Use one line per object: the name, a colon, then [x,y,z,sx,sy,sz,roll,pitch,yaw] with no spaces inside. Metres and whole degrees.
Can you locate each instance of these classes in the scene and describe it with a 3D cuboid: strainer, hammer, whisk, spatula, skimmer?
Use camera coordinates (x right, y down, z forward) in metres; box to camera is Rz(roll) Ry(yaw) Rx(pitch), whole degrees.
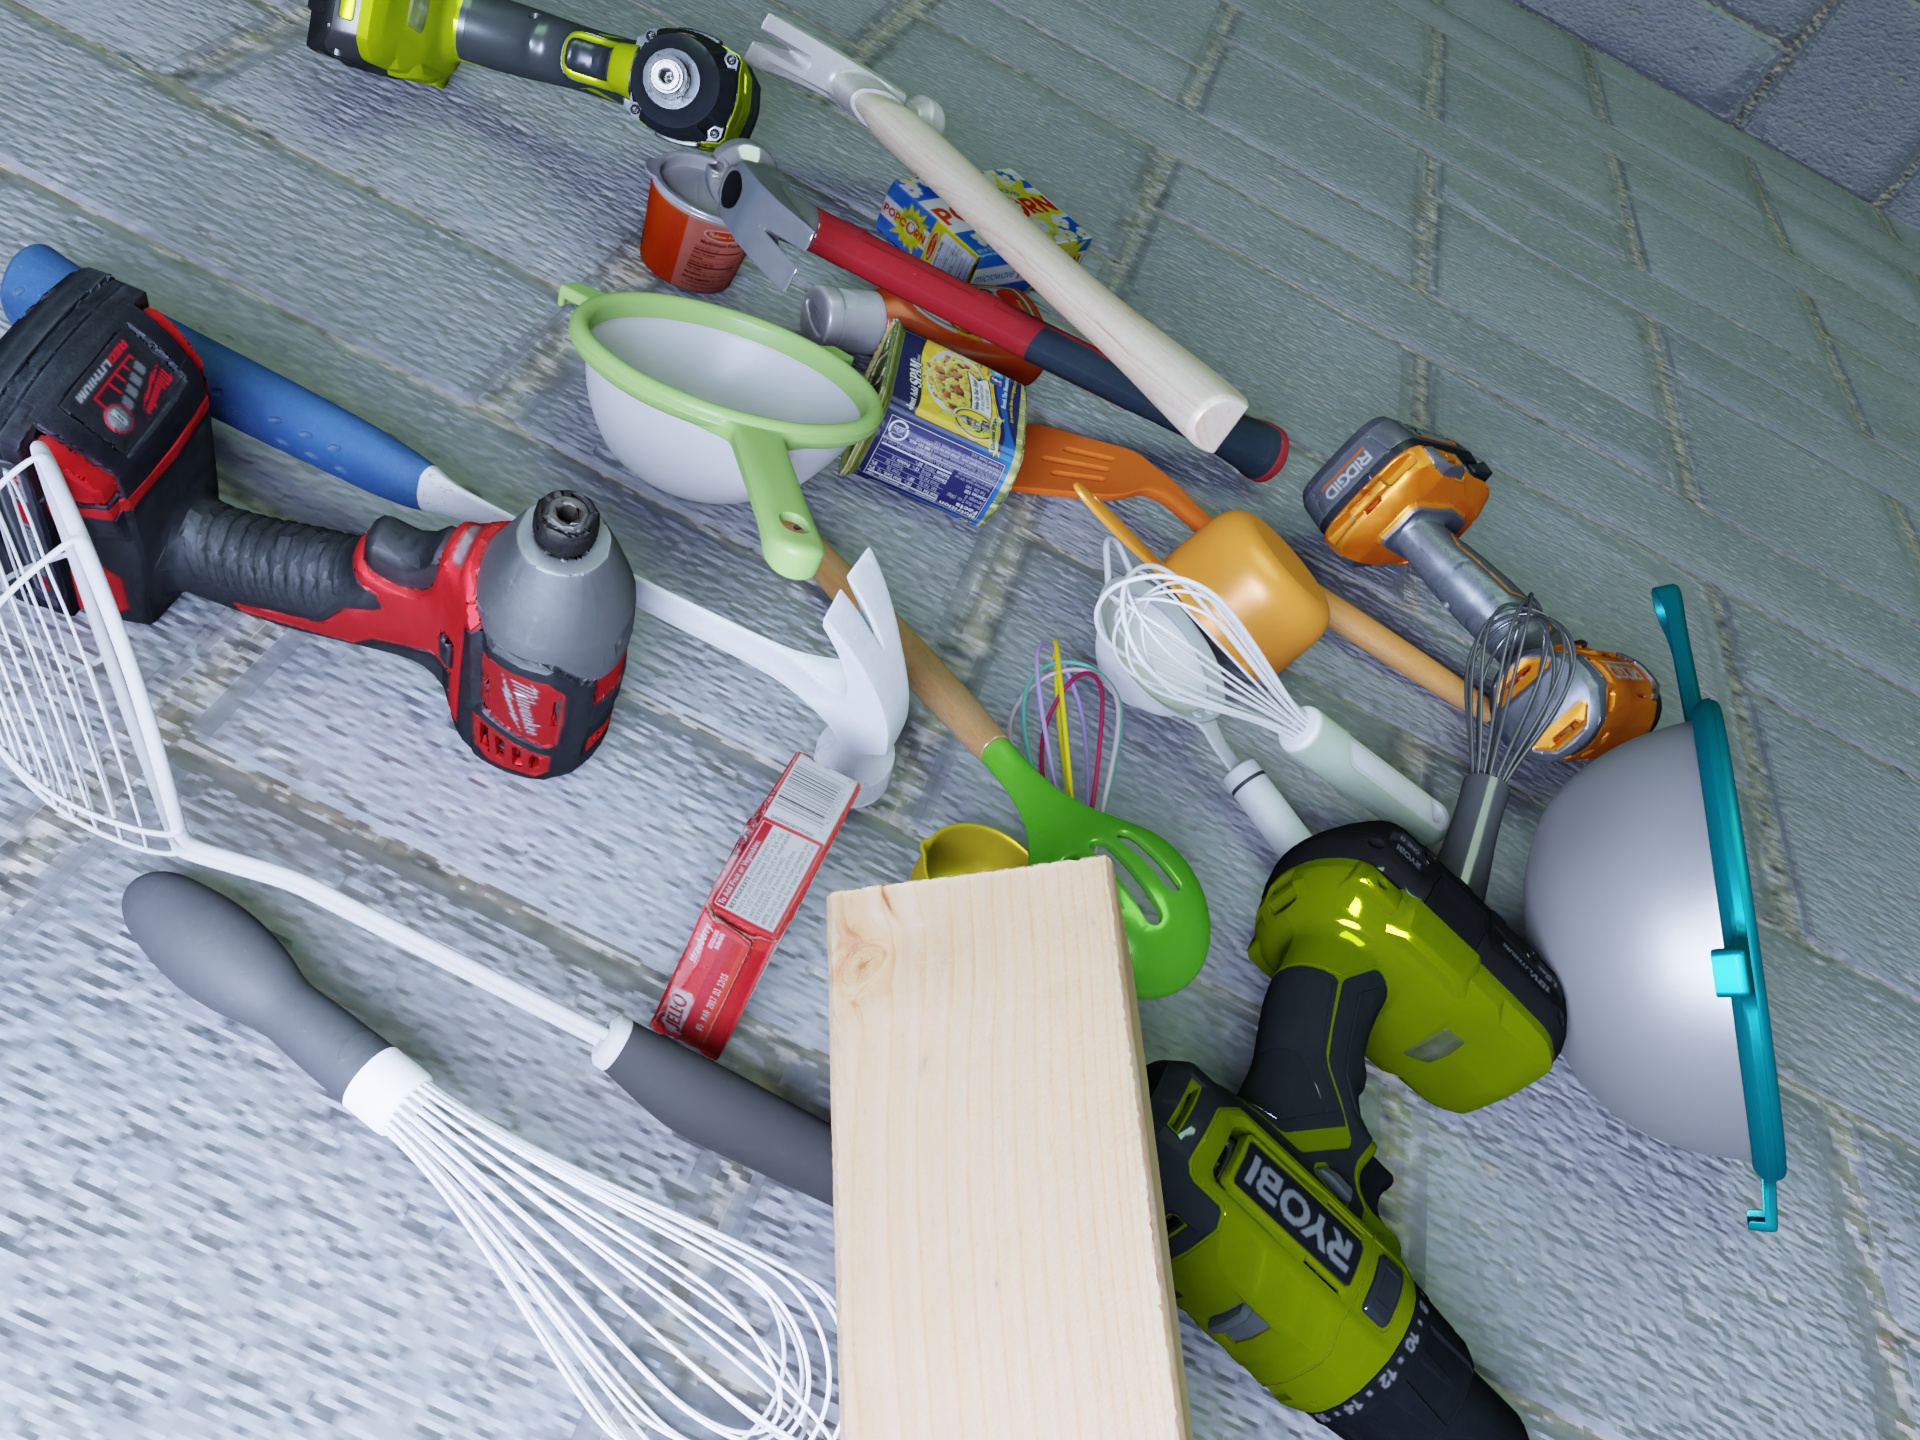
strainer: [0.130,0.022,0.769,0.087,0.050,0.259,-10,59,-50]
hammer: [0.046,-0.205,0.882,0.386,0.038,0.143,18,26,-32]
strainer: [-0.103,-0.114,0.720,0.151,0.069,0.257,9,32,-24]
whisk: [0.257,0.035,0.782,0.055,0.055,0.239,28,63,-4]
whisk: [0.155,-0.001,0.746,0.246,0.059,0.058,32,46,-31]
hammer: [0.019,-0.279,0.892,0.146,0.038,0.411,10,33,-45]
whisk: [-0.147,0.130,0.478,0.285,0.070,0.070,35,40,12]
spatula: [0.169,-0.083,0.917,0.322,0.041,0.081,32,39,-5]
skimmer: [-0.151,0.049,0.511,0.363,0.127,0.090,32,65,-14]
strainer: [0.320,0.055,0.764,0.095,0.210,0.341,-9,41,23]
hammer: [-0.202,-0.092,0.634,0.405,0.144,0.035,27,62,5]
whisk: [0.051,0.061,0.683,0.051,0.047,0.245,16,46,-19]

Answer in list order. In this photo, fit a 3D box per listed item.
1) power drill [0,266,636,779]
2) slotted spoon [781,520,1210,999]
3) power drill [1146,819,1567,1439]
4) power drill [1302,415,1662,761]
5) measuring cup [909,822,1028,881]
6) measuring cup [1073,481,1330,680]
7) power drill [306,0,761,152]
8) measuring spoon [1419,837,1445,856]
power drill: [-0.221,-0.062,0.560,0.219,0.143,0.079,22,56,-7]
slotted spoon: [-0.001,-0.002,0.689,0.070,0.031,0.314,-24,51,-24]
power drill: [0.158,0.162,0.611,0.190,0.080,0.228,43,43,-1]
power drill: [0.320,-0.070,0.941,0.164,0.084,0.227,1,48,-49]
measuring cup: [-0.007,0.102,0.613,0.062,0.029,0.157,28,42,-3]
measuring cup: [0.128,-0.088,0.821,0.173,0.052,0.095,34,26,-37]
power drill: [-0.228,-0.371,0.873,0.223,0.080,0.171,15,16,-5]
measuring spoon: [0.245,0.081,0.799,0.034,0.018,0.124,-6,38,2]
